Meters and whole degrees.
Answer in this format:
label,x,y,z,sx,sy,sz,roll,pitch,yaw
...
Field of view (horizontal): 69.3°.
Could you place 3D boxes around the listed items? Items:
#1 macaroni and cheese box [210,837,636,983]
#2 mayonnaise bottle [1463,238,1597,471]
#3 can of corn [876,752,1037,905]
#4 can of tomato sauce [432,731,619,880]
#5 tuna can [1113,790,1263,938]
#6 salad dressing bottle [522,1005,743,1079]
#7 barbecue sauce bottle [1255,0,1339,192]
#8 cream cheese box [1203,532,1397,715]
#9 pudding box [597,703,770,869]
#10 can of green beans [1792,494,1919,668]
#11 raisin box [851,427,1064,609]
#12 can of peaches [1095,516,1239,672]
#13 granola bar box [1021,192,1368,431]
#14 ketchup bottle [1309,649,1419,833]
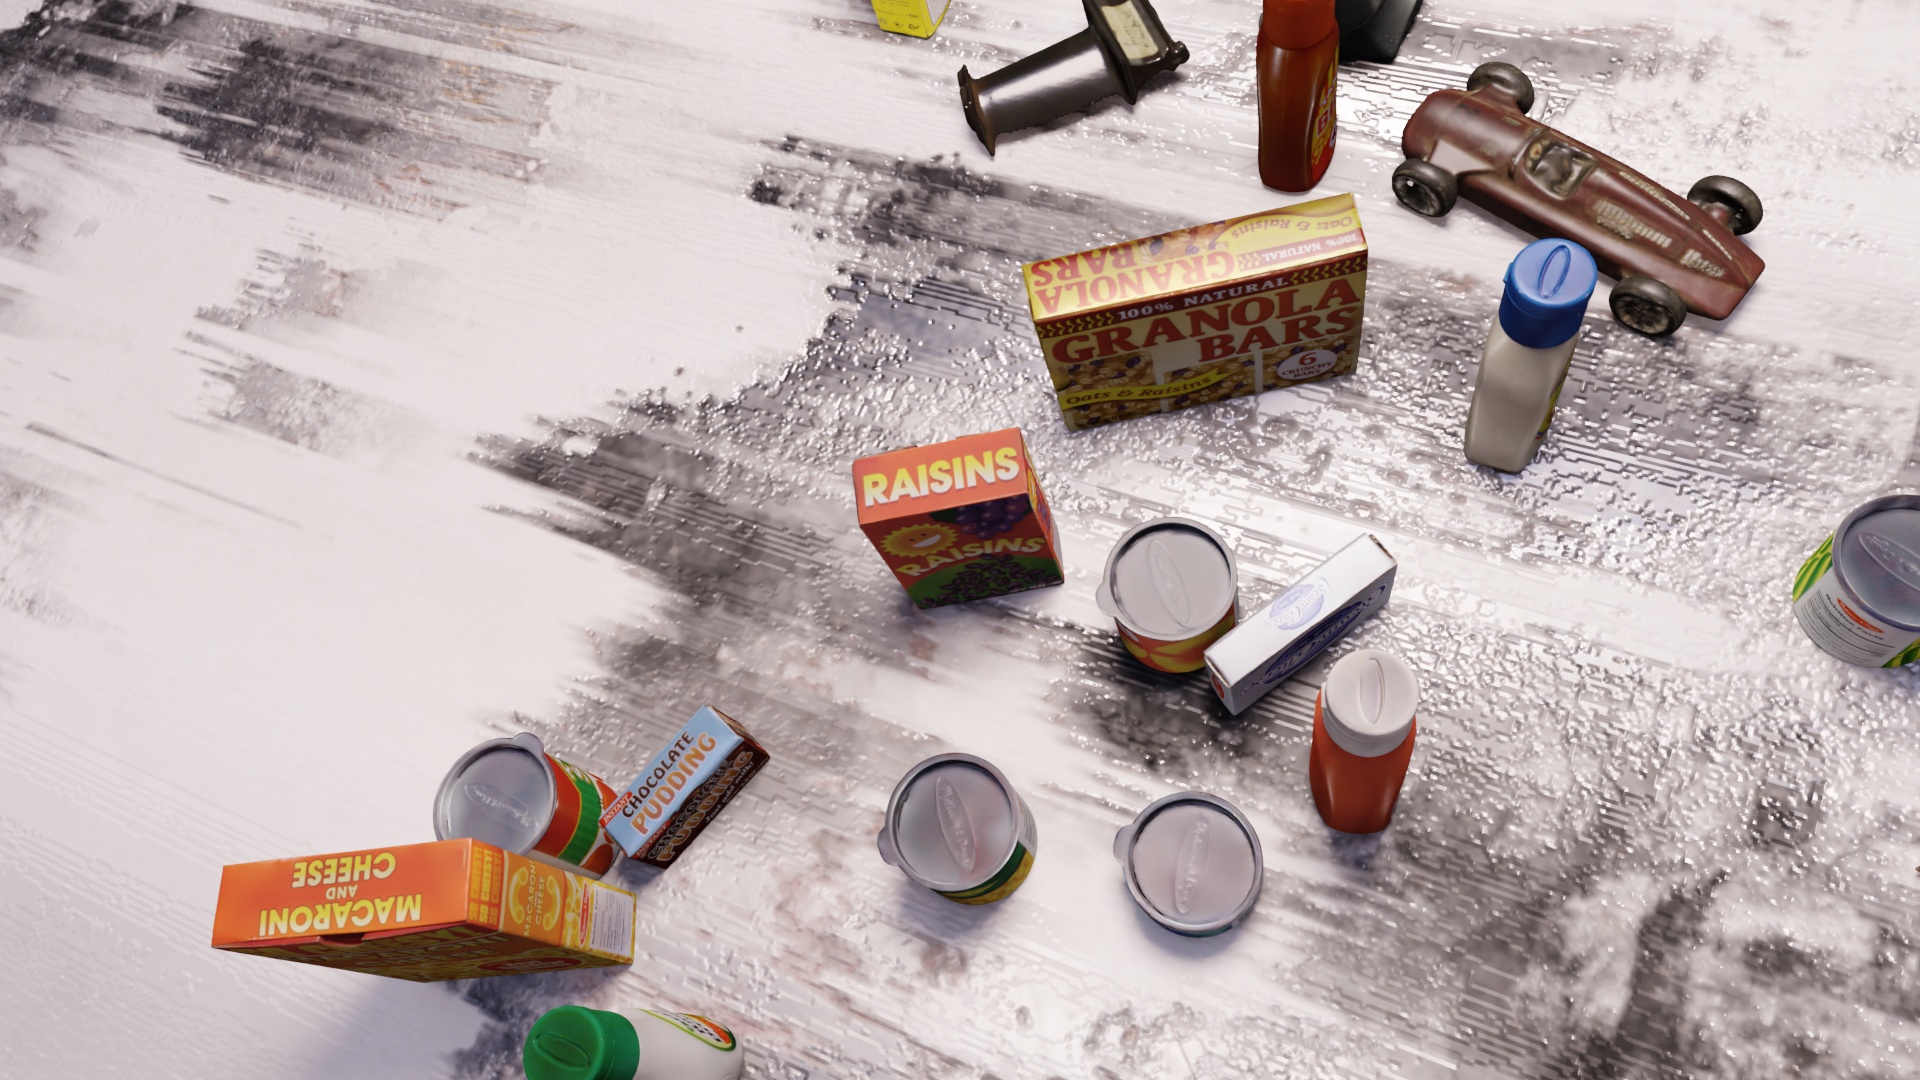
label,x,y,z,sx,sy,sz,roll,pitch,yaw
macaroni and cheese box,-0.248,0.183,0.669,0.124,0.166,0.040,-8,67,10
mayonnaise bottle,0.275,-0.090,0.672,0.041,0.147,0.065,21,74,20
can of corn,0.000,0.145,0.687,0.071,0.058,0.071,-5,67,11
can of tomato sauce,-0.222,0.143,0.725,0.071,0.083,0.071,-5,67,11
tuna can,0.110,0.156,0.670,0.071,0.032,0.071,-5,67,11
salad dressing bottle,-0.147,0.236,0.633,0.064,0.147,0.044,16,73,19
barbecue sauce bottle,0.185,-0.259,0.763,0.044,0.148,0.065,14,72,18
cream cheese box,0.169,0.042,0.693,0.104,0.053,0.024,-36,65,-3
pudding box,-0.145,0.130,0.731,0.030,0.049,0.084,39,81,24
can of green beans,0.429,0.020,0.640,0.071,0.057,0.071,-5,67,11
raisin box,0.003,-0.009,0.715,0.086,0.123,0.040,-10,66,9
can of peaches,0.107,0.029,0.711,0.071,0.058,0.071,-5,67,11
granola bar box,0.125,-0.115,0.730,0.165,0.124,0.039,-11,66,8
ketchup bottle,0.179,0.087,0.619,0.043,0.148,0.065,0,68,13
